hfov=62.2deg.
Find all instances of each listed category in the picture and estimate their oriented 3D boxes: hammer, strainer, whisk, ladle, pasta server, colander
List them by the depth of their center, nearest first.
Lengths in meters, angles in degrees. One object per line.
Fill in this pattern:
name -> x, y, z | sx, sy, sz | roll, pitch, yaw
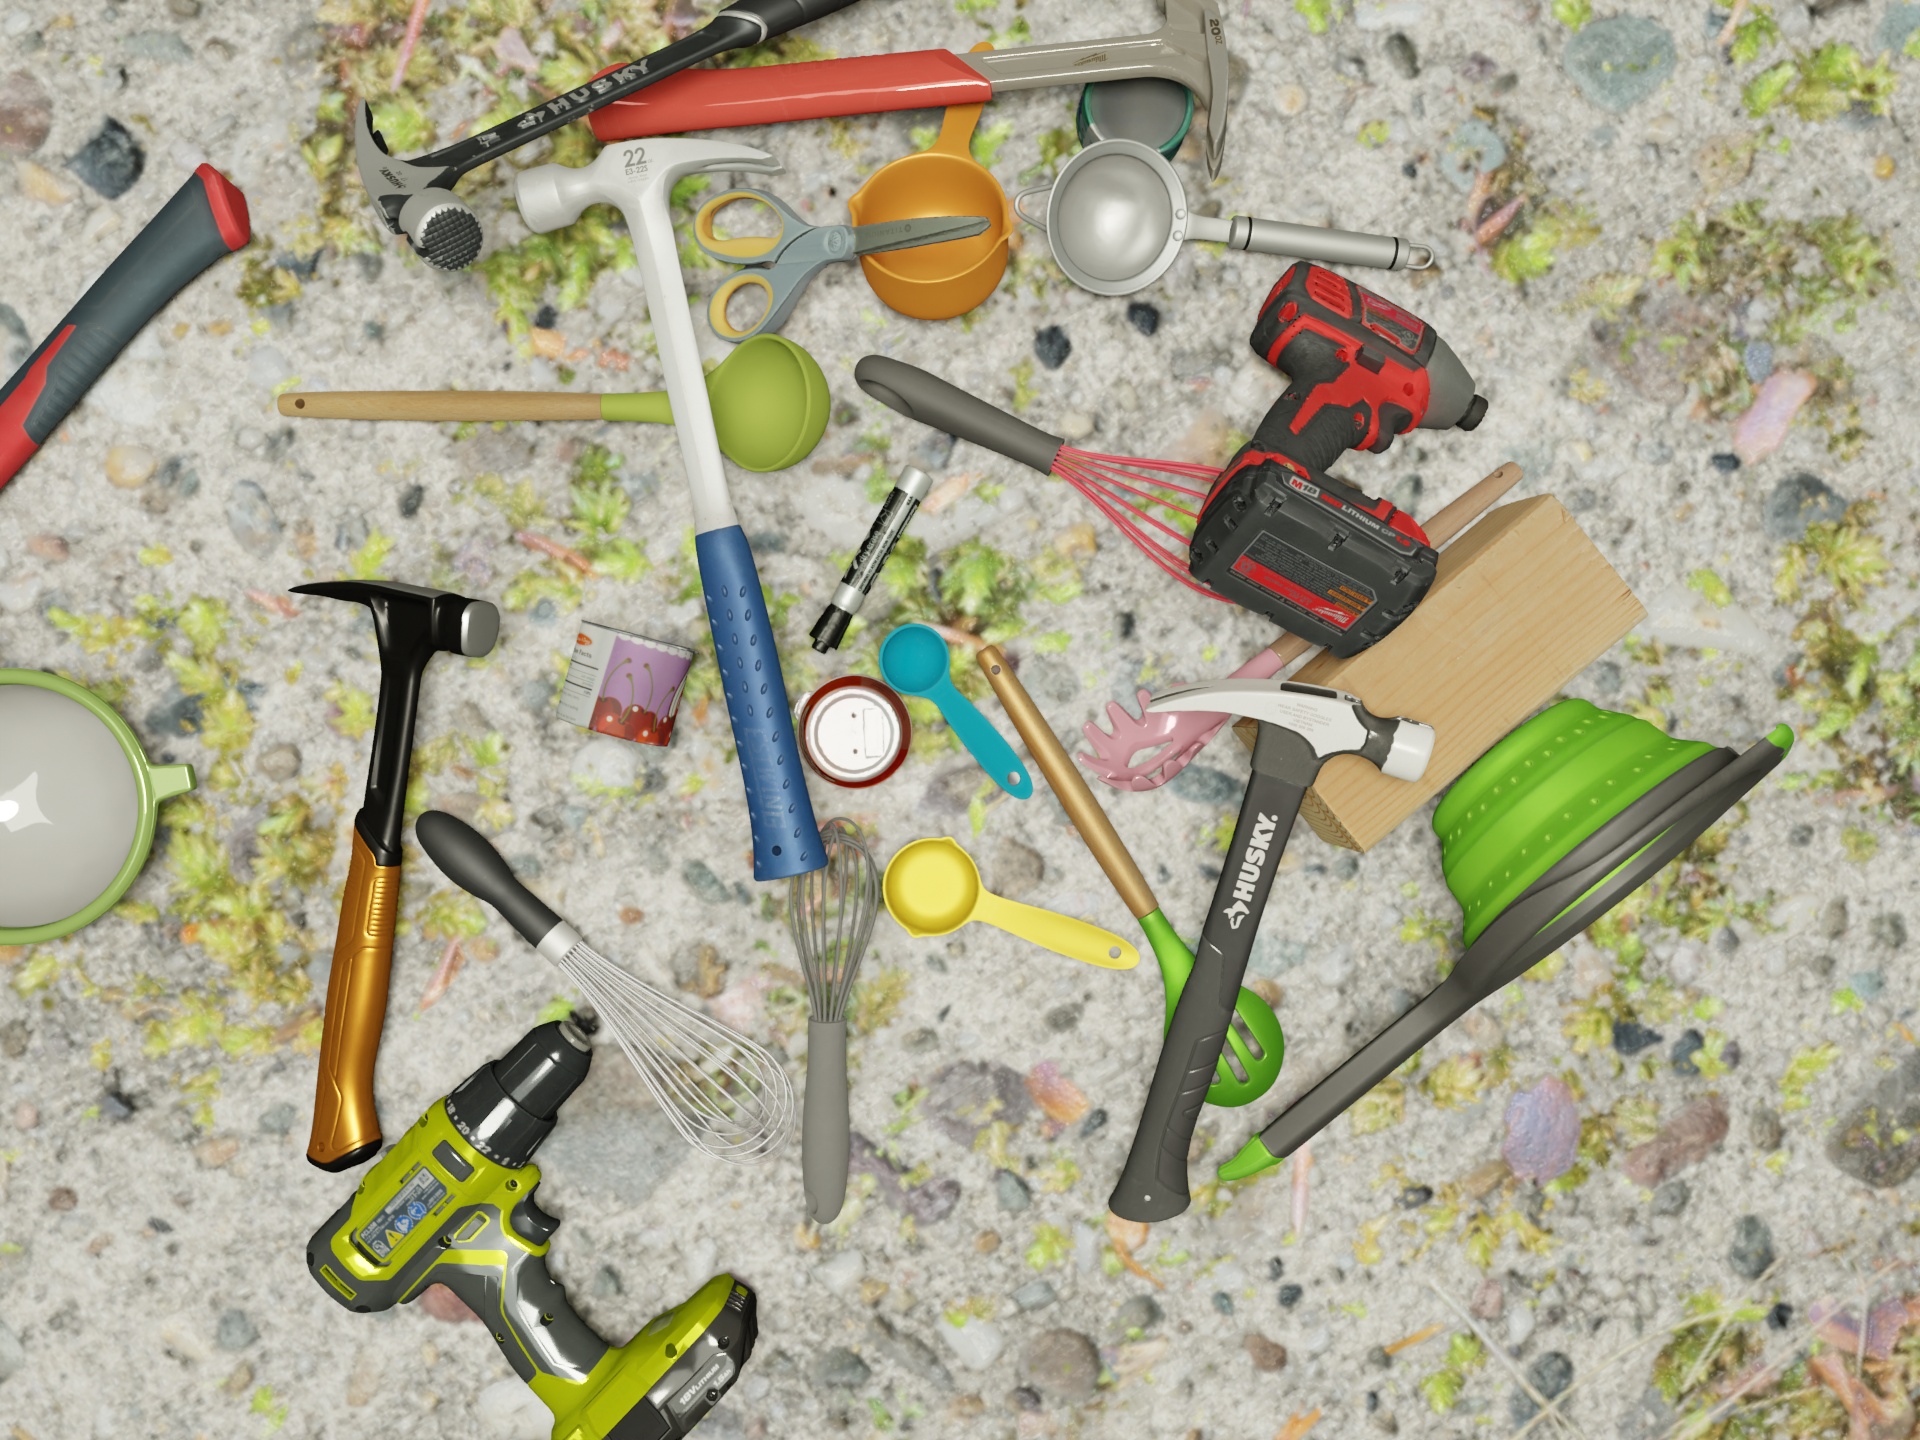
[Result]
hammer -> -0.129, -0.115, 0.866 | 0.144, 0.035, 0.405 | -12, 92, 8
hammer -> -0.140, -0.372, 0.872 | 0.409, 0.036, 0.149 | -33, 52, -17
hammer -> 0.138, 0.135, 0.884 | 0.146, 0.035, 0.334 | 17, 108, 9
strainer -> -0.543, 0.092, 0.887 | 0.151, 0.069, 0.256 | 31, 90, -4
hammer -> -0.032, -0.352, 0.893 | 0.359, 0.036, 0.149 | -4, 64, 5
colander -> 0.274, 0.110, 0.898 | 0.397, 0.204, 0.095 | -44, 66, 15
hammer -> -0.339, 0.089, 0.901 | 0.127, 0.034, 0.337 | 11, 95, 22
hammer -> -0.555, -0.172, 0.902 | 0.143, 0.038, 0.386 | 40, 89, 0
ladle -> -0.233, -0.181, 0.907 | 0.320, 0.062, 0.078 | 0, 93, 0
whisk -> -0.206, 0.150, 0.909 | 0.284, 0.070, 0.070 | 41, 89, 3
whisk -> -0.074, 0.175, 0.919 | 0.055, 0.055, 0.239 | 2, 94, -2
whisk -> 0.073, -0.143, 0.919 | 0.296, 0.073, 0.073 | 25, 89, 3
strainer -> 0.154, -0.285, 0.930 | 0.258, 0.050, 0.087 | 5, 107, -8
pasta server -> 0.205, -0.058, 0.933 | 0.316, 0.040, 0.060 | -37, 49, -4

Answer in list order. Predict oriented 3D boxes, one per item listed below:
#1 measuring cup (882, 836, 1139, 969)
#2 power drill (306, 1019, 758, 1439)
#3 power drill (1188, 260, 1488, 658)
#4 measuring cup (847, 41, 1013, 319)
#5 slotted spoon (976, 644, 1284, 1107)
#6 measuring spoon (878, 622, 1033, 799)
measuring cup -> 0.030, 0.113, 0.930 | 0.156, 0.029, 0.062 | 20, 89, -3
power drill -> -0.225, 0.302, 0.898 | 0.228, 0.080, 0.190 | 44, 89, 1
power drill -> 0.215, -0.149, 0.874 | 0.143, 0.078, 0.220 | 27, 54, -6
measuring cup -> -0.005, -0.311, 0.922 | 0.095, 0.052, 0.174 | 12, 70, 8
slotted spoon -> 0.095, 0.092, 0.935 | 0.070, 0.031, 0.314 | -31, 90, 3
measuring spoon -> -0.001, -0.003, 0.939 | 0.042, 0.021, 0.128 | -41, 101, -9
